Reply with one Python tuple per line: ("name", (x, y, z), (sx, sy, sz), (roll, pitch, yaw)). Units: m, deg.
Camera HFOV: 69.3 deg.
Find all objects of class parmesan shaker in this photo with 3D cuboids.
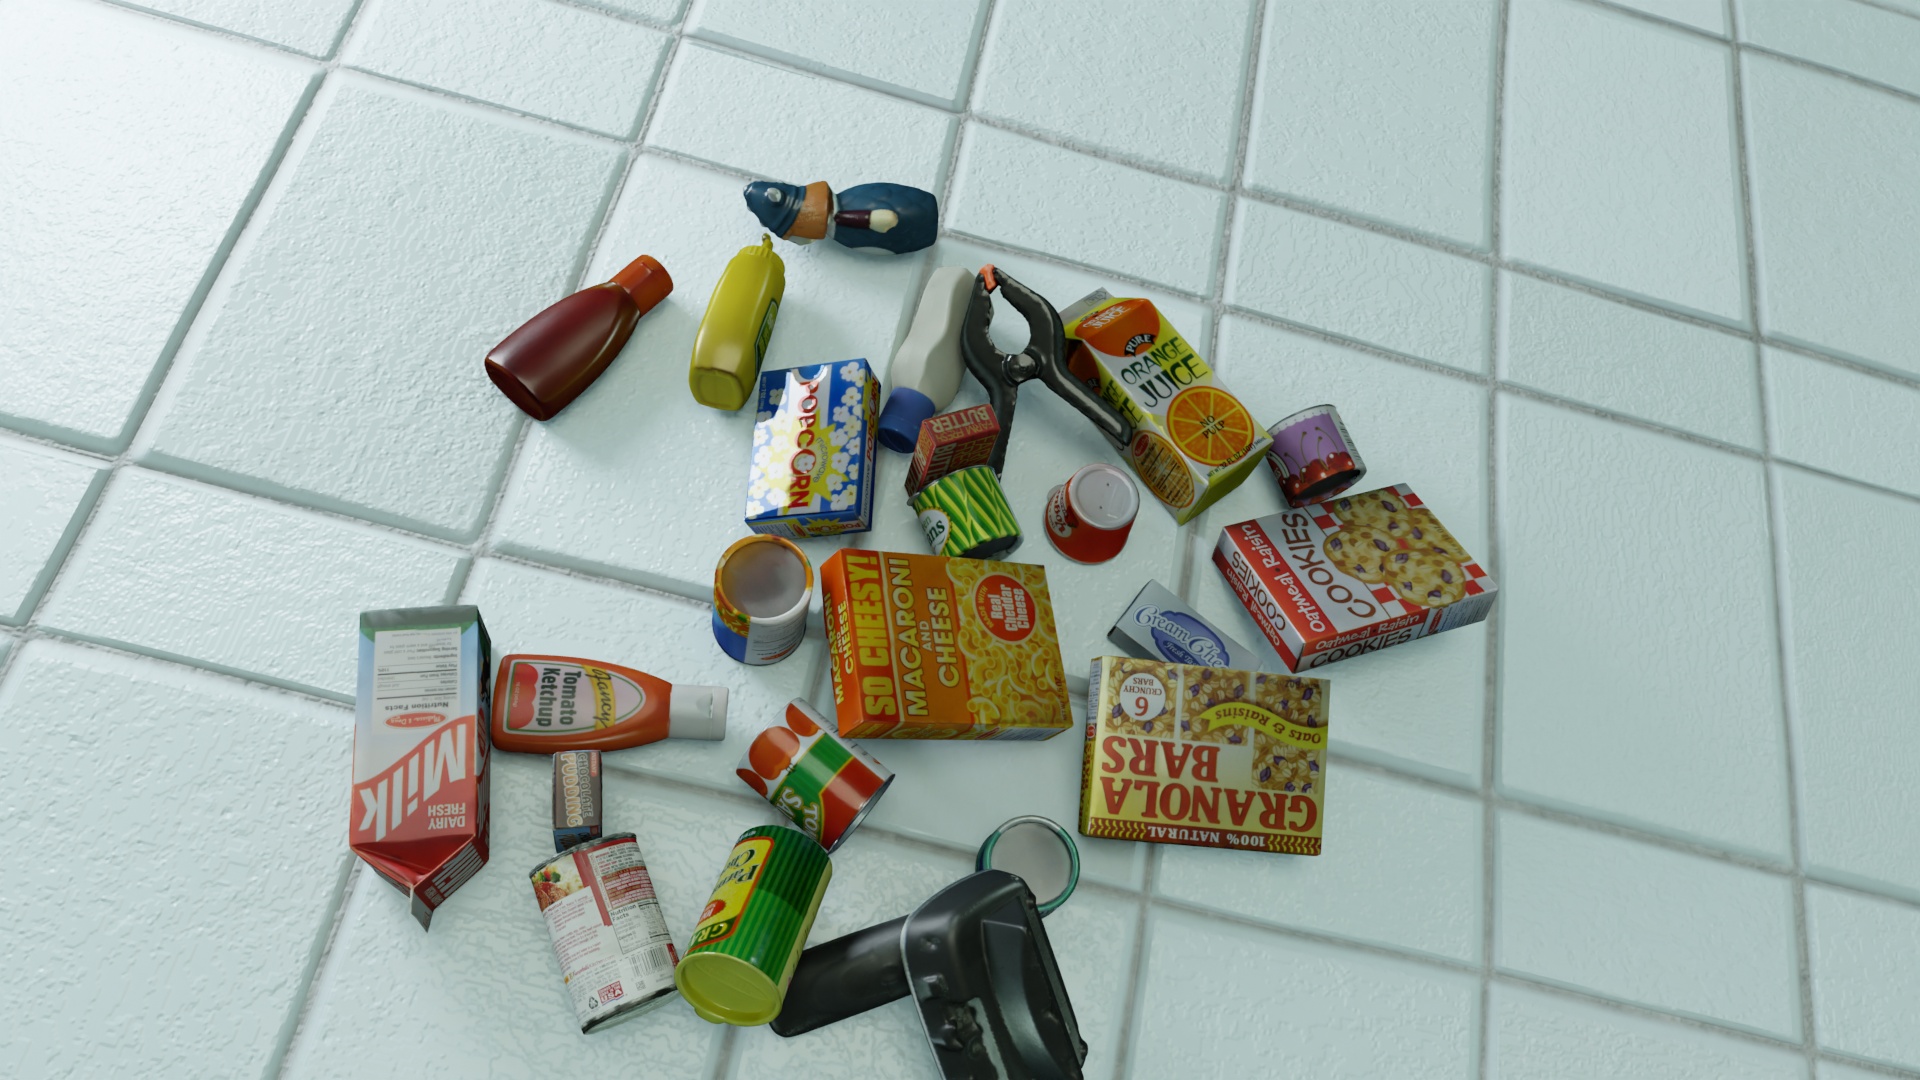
("parmesan shaker", (-0.126, 0.235, 0.852), (0.071, 0.071, 0.103), (22, 38, -1))

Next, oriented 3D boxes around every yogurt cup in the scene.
("yogurt cup", (0.101, -0.022, 1.040), (0.072, 0.053, 0.072), (4, 66, -10))

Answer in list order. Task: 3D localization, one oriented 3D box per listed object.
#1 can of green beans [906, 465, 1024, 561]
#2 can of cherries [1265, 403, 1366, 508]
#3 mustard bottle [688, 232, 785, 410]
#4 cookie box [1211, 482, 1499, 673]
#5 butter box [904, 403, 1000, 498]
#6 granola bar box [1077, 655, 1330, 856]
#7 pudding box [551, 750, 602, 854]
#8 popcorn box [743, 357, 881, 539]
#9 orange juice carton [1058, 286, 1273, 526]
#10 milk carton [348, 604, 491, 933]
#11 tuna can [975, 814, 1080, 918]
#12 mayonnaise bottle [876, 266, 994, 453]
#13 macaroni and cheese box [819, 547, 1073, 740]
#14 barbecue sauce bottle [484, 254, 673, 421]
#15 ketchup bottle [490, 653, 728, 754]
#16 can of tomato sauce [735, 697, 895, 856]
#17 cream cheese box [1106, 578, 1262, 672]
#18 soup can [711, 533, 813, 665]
("can of green beans", (0.006, -0.013, 1.010), (0.071, 0.071, 0.058), (-18, 71, -18))
("can of cherries", (0.274, -0.064, 1.090), (0.072, 0.071, 0.058), (-16, 71, -18))
("mustard bottle", (-0.163, -0.176, 1.053), (0.049, 0.065, 0.161), (13, 60, -1))
("cookie box", (0.293, 0.026, 1.043), (0.168, 0.040, 0.123), (-13, 47, -17))
("butter box", (-0.007, -0.060, 1.008), (0.053, 0.103, 0.024), (-16, 69, -17))
("granola bar box", (0.169, 0.150, 0.967), (0.166, 0.039, 0.124), (7, 80, -8))
("pudding box", (-0.239, 0.165, 0.869), (0.030, 0.083, 0.050), (-1, 66, -15))
("popcorn box", (-0.106, -0.065, 1.009), (0.085, 0.038, 0.127), (-6, 64, 16))
("orange juice carton", (0.146, -0.114, 1.081), (0.072, 0.072, 0.193), (-33, 75, -22))
("milk carton", (-0.334, 0.142, 0.867), (0.073, 0.072, 0.191), (-3, 65, -12))
("tuna can", (0.045, 0.221, 0.928), (0.071, 0.032, 0.071), (4, 64, -9))
("mayonnaise bottle", (-0.022, -0.137, 1.066), (0.041, 0.064, 0.148), (7, 61, 34))
("macaroni and cheese box", (-0.010, 0.074, 0.952), (0.167, 0.040, 0.124), (6, 63, -32))
("barbecue sauce bottle", (-0.277, -0.156, 1.031), (0.065, 0.043, 0.149), (39, 64, 7))
("ketchup bottle", (-0.229, 0.111, 0.918), (0.149, 0.043, 0.065), (4, 65, -10))
("can of tomato sauce", (-0.097, 0.155, 0.912), (0.083, 0.071, 0.071), (38, 64, 8))
("cream cheese box", (0.165, 0.080, 1.022), (0.104, 0.024, 0.053), (37, 63, 6))
("soup can", (-0.137, 0.039, 0.947), (0.071, 0.083, 0.071), (4, 65, -9))
